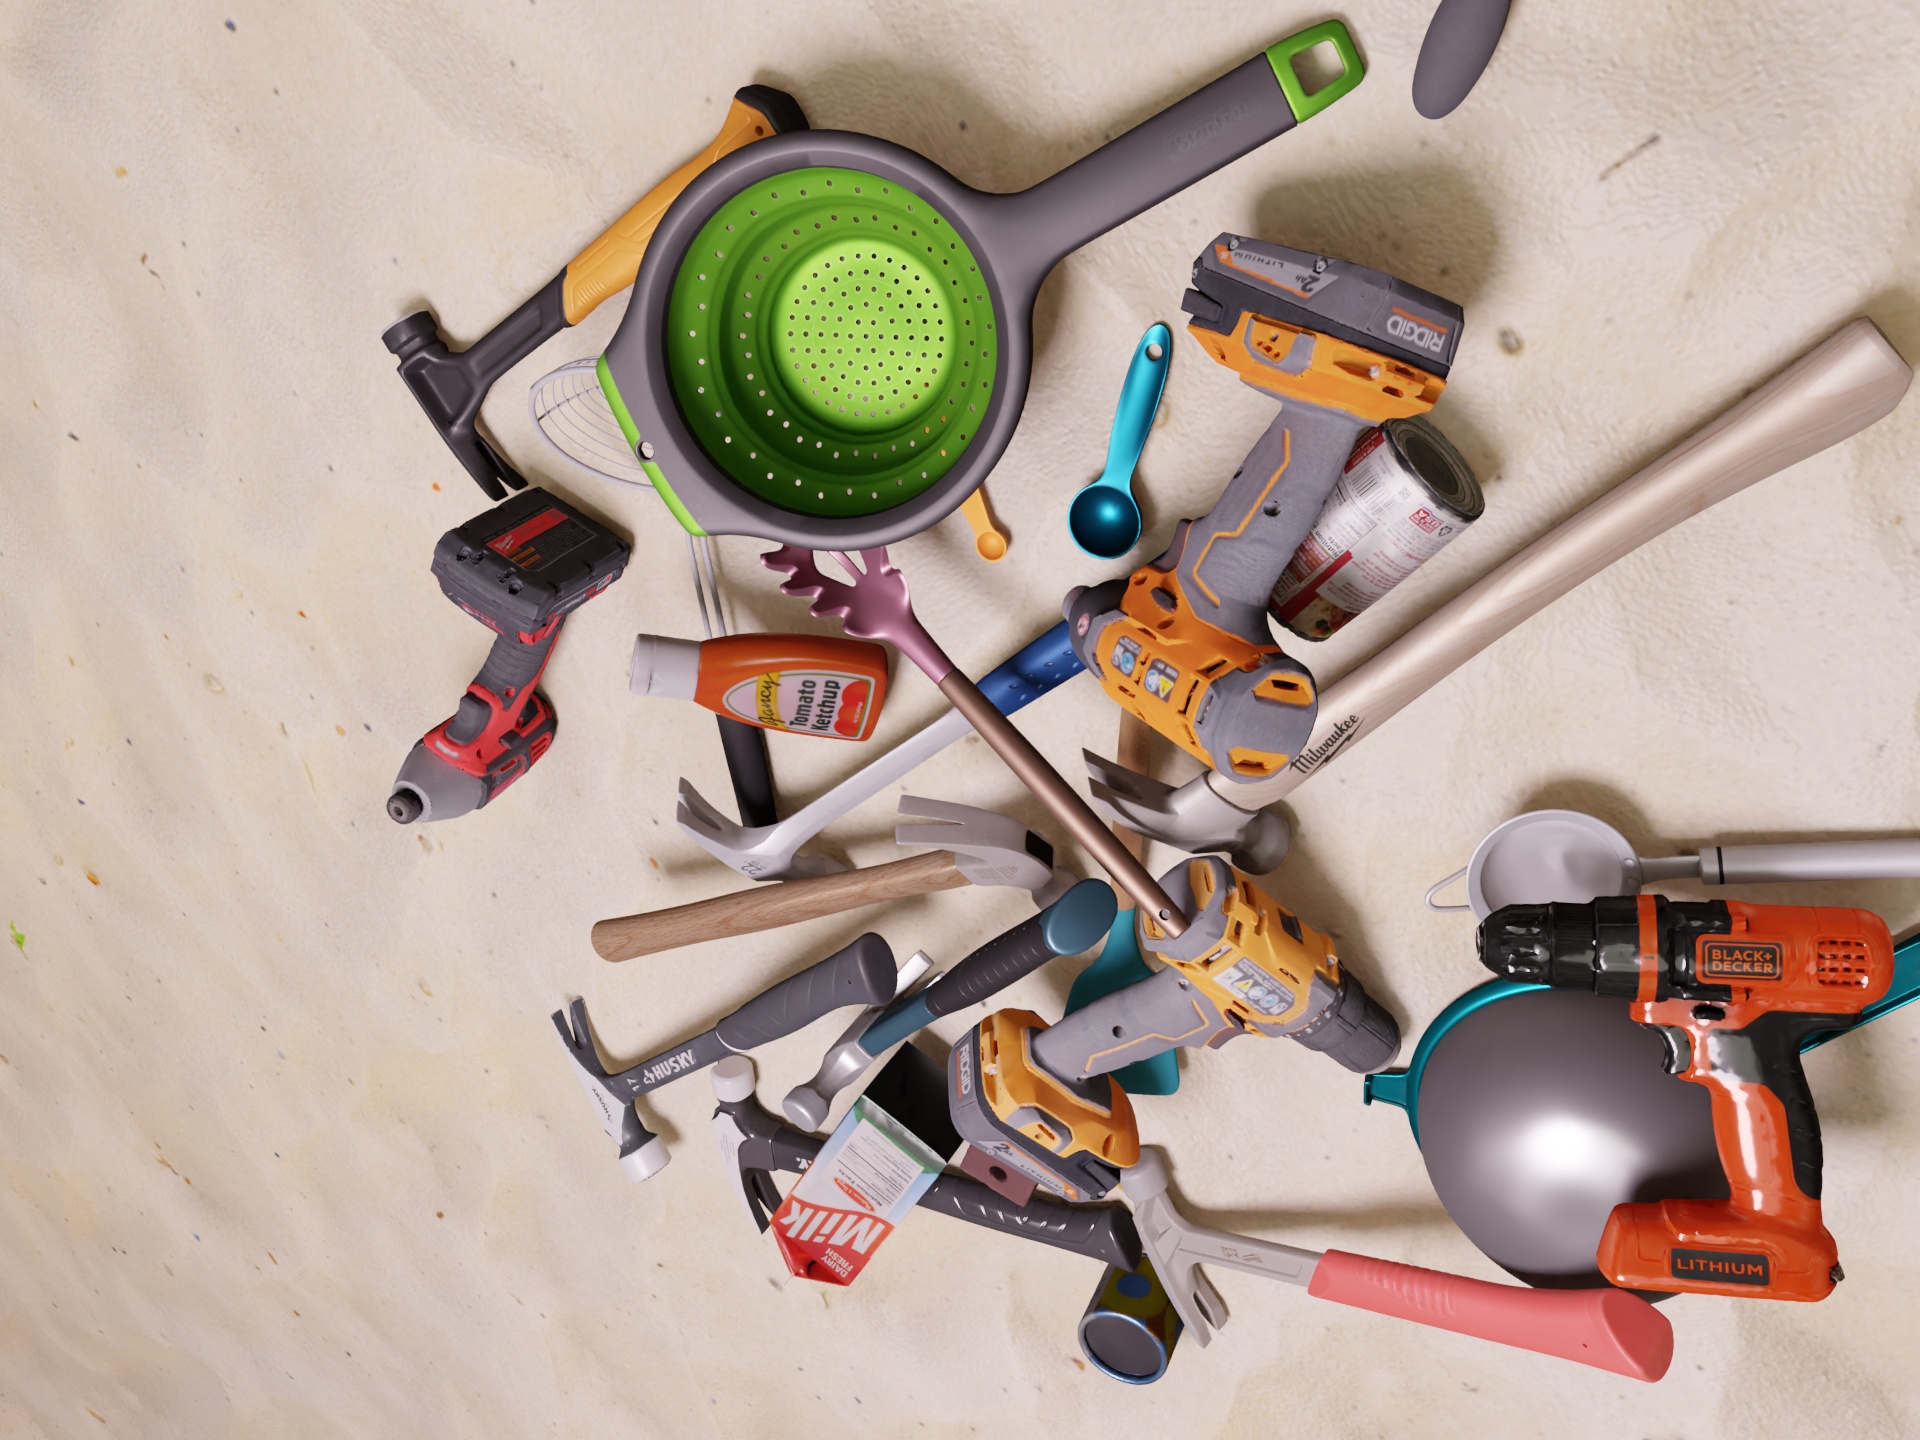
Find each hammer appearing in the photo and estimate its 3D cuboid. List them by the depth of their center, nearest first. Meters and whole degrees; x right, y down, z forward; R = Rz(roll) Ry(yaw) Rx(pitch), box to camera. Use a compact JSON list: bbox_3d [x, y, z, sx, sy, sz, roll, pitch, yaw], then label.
[{"bbox_3d":[0.241,-0.051,0.760,0.146,0.038,0.410,23,132,-36],"label":"hammer"},{"bbox_3d":[-0.001,-0.003,0.924,0.405,0.035,0.144,-33,133,32],"label":"hammer"},{"bbox_3d":[-0.208,-0.252,0.925,0.337,0.034,0.127,-25,102,35],"label":"hammer"},{"bbox_3d":[0.244,0.340,0.939,0.359,0.037,0.149,-9,112,52],"label":"hammer"},{"bbox_3d":[-0.005,0.162,0.948,0.033,0.128,0.331,45,144,-2],"label":"hammer"},{"bbox_3d":[-0.097,0.111,1.001,0.331,0.031,0.129,-14,143,25],"label":"hammer"},{"bbox_3d":[-0.169,0.220,1.114,0.409,0.036,0.149,-33,88,46],"label":"hammer"},{"bbox_3d":[-0.030,0.343,1.156,0.335,0.035,0.146,8,119,24],"label":"hammer"}]

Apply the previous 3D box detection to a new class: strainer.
[{"bbox_3d":[0.367,0.073,0.797,0.258,0.050,0.086,-5,116,24],"label":"strainer"},{"bbox_3d":[0.379,0.211,0.830,0.211,0.095,0.340,44,128,0],"label":"strainer"}]

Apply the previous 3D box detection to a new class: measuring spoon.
[{"bbox_3d":[0.091,-0.147,0.840,0.042,0.021,0.128,23,115,16],"label":"measuring spoon"},{"bbox_3d":[-0.001,-0.144,0.892,0.021,0.011,0.117,-17,104,34],"label":"measuring spoon"}]

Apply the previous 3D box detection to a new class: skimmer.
[{"bbox_3d":[-0.167,-0.051,0.977,0.127,0.090,0.363,1,117,20],"label":"skimmer"}]

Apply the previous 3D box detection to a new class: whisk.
[{"bbox_3d":[0.243,-0.371,0.614,0.070,0.070,0.284,28,131,12],"label":"whisk"}]

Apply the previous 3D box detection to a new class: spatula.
[{"bbox_3d":[0.098,0.095,0.933,0.082,0.044,0.317,5,126,9],"label":"spatula"}]

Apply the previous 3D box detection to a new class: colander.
[{"bbox_3d":[0.011,-0.230,0.801,0.397,0.094,0.204,-25,101,17],"label":"colander"}]

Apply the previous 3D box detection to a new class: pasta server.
[{"bbox_3d":[0.009,-0.004,0.850,0.060,0.040,0.316,-45,78,12],"label":"pasta server"}]

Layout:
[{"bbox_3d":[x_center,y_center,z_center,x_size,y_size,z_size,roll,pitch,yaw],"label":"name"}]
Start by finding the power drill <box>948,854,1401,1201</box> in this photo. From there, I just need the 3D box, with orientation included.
[{"bbox_3d":[0.127,0.191,0.926,0.185,0.084,0.226,36,118,-26],"label":"power drill"}]

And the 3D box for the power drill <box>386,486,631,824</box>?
[{"bbox_3d":[-0.302,-0.030,1.030,0.078,0.143,0.219,32,124,6],"label":"power drill"}]

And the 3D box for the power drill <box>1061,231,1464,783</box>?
[{"bbox_3d":[0.125,-0.104,0.748,0.164,0.084,0.226,38,114,51],"label":"power drill"}]
